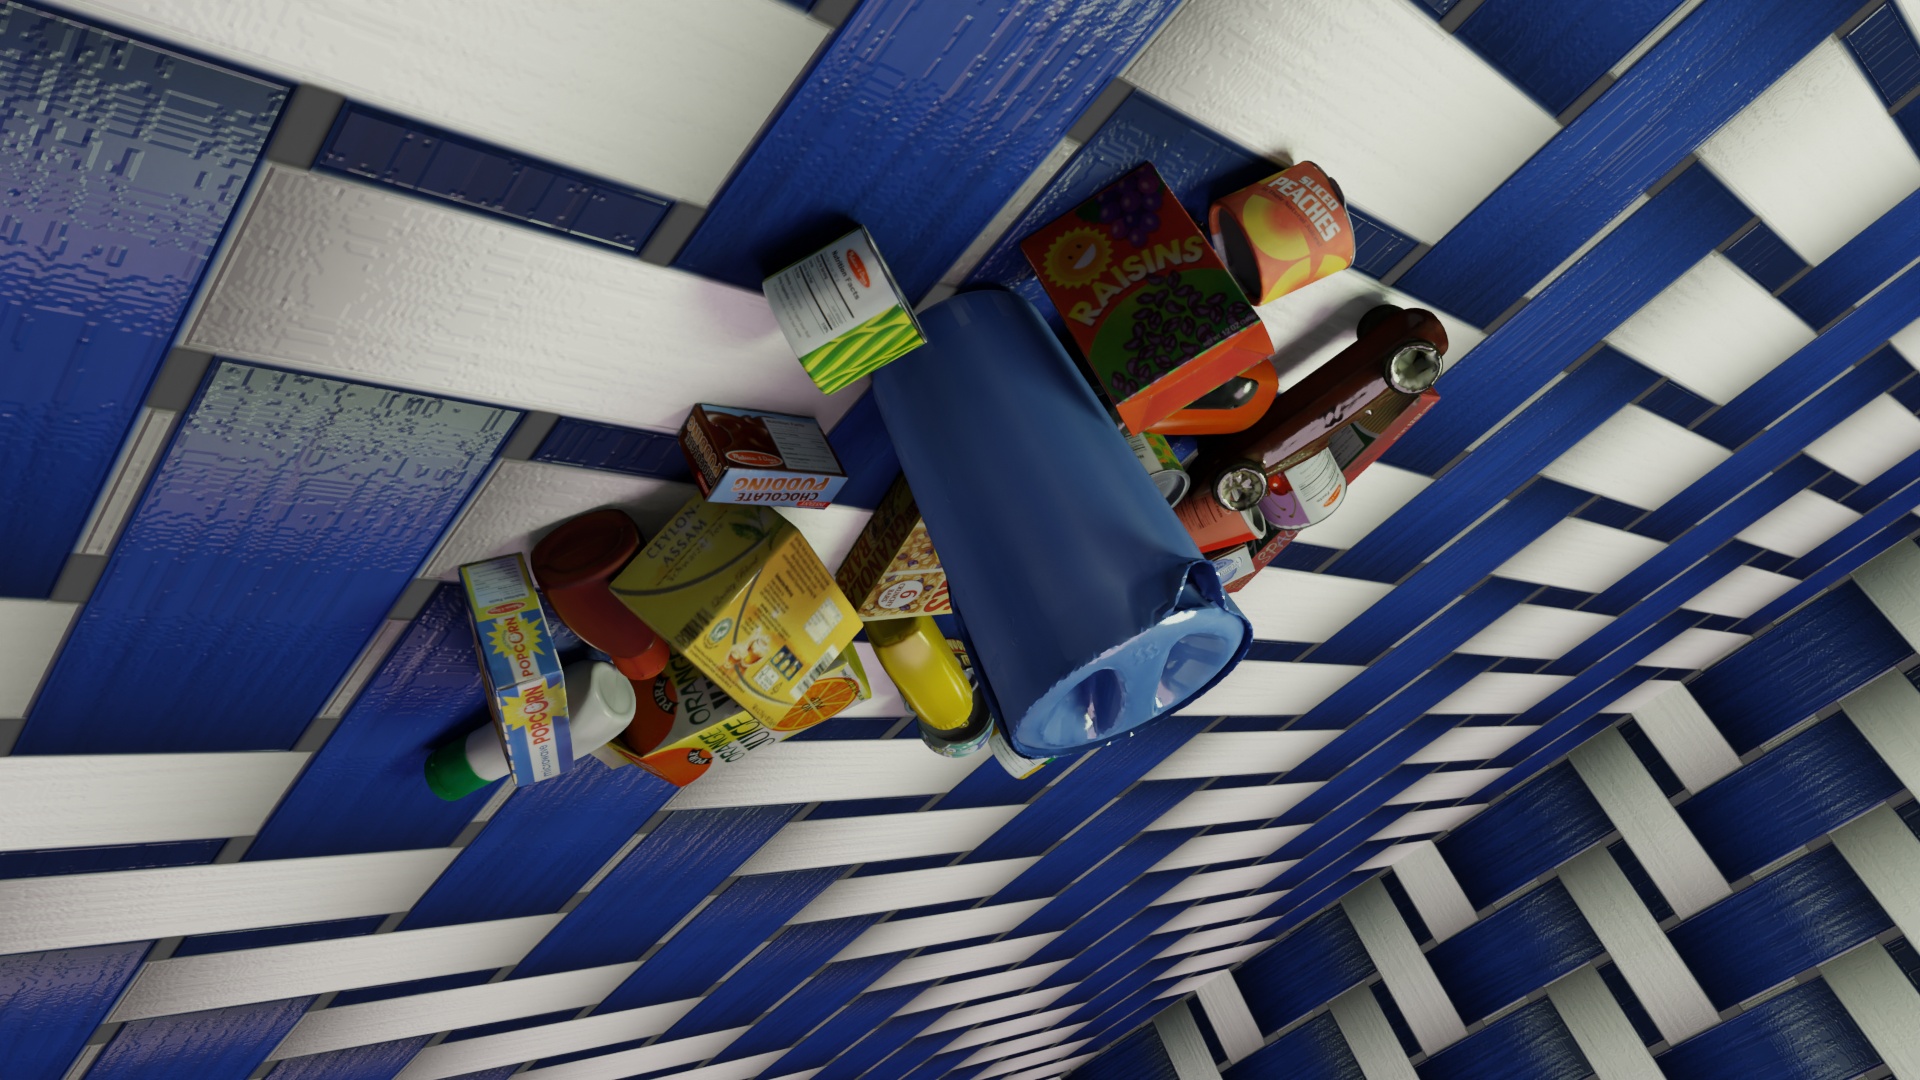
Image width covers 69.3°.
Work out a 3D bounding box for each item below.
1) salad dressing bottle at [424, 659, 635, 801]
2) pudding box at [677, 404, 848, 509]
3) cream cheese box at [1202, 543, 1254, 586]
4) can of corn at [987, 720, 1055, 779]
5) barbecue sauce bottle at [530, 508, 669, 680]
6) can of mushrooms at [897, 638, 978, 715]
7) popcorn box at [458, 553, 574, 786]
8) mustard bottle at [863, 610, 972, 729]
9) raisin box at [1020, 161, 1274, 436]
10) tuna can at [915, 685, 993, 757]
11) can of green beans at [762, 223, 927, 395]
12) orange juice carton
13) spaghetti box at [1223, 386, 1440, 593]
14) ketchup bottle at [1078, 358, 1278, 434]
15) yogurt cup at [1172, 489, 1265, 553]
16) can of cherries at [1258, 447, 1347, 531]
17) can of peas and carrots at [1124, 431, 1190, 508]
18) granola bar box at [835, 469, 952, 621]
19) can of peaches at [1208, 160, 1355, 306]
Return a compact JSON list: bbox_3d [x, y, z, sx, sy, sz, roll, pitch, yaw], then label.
[{"bbox_3d":[-0.285,0.127,0.912,0.147,0.064,0.044,-26,134,17],"label":"salad dressing bottle"},{"bbox_3d":[-0.110,-0.046,0.774,0.084,0.050,0.030,3,136,-43],"label":"pudding box"},{"bbox_3d":[0.185,0.017,1.092,0.053,0.024,0.104,-24,-169,-8],"label":"cream cheese box"},{"bbox_3d":[0.063,0.176,1.273,0.058,0.071,0.071,-35,150,16],"label":"can of corn"},{"bbox_3d":[-0.209,0.040,0.841,0.065,0.044,0.147,-27,153,-13],"label":"barbecue sauce bottle"},{"bbox_3d":[-0.018,0.110,1.127,0.071,0.033,0.070,-19,150,-12],"label":"can of mushrooms"},{"bbox_3d":[-0.261,0.079,0.819,0.038,0.085,0.126,-15,149,-21],"label":"popcorn box"},{"bbox_3d":[-0.024,0.102,1.046,0.049,0.065,0.159,-25,135,2],"label":"mustard bottle"},{"bbox_3d":[0.096,-0.128,0.730,0.086,0.124,0.040,-31,150,9],"label":"raisin box"},{"bbox_3d":[-0.006,0.149,1.164,0.071,0.071,0.032,-20,151,-12],"label":"tuna can"},{"bbox_3d":[-0.057,-0.114,0.688,0.058,0.071,0.071,-28,152,5],"label":"can of green beans"},{"bbox_3d":[-0.166,0.107,0.958,0.193,0.073,0.071,-25,152,-2],"label":"orange juice carton"},{"bbox_3d":[0.269,-0.048,1.086,0.029,0.050,0.248,0,142,-38],"label":"spaghetti box"},{"bbox_3d":[0.135,-0.095,0.902,0.149,0.044,0.064,-4,150,-35],"label":"ketchup bottle"},{"bbox_3d":[0.191,-0.024,1.045,0.054,0.072,0.072,-24,154,22],"label":"yogurt cup"},{"bbox_3d":[0.241,-0.050,1.026,0.071,0.072,0.058,-32,124,10],"label":"can of cherries"},{"bbox_3d":[0.114,-0.048,0.948,0.071,0.059,0.070,-20,152,-11],"label":"can of peas and carrots"},{"bbox_3d":[0.003,-0.012,0.937,0.124,0.039,0.164,-3,144,-35],"label":"granola bar box"},{"bbox_3d":[0.181,-0.174,0.784,0.058,0.071,0.071,-24,152,-2],"label":"can of peaches"}]
